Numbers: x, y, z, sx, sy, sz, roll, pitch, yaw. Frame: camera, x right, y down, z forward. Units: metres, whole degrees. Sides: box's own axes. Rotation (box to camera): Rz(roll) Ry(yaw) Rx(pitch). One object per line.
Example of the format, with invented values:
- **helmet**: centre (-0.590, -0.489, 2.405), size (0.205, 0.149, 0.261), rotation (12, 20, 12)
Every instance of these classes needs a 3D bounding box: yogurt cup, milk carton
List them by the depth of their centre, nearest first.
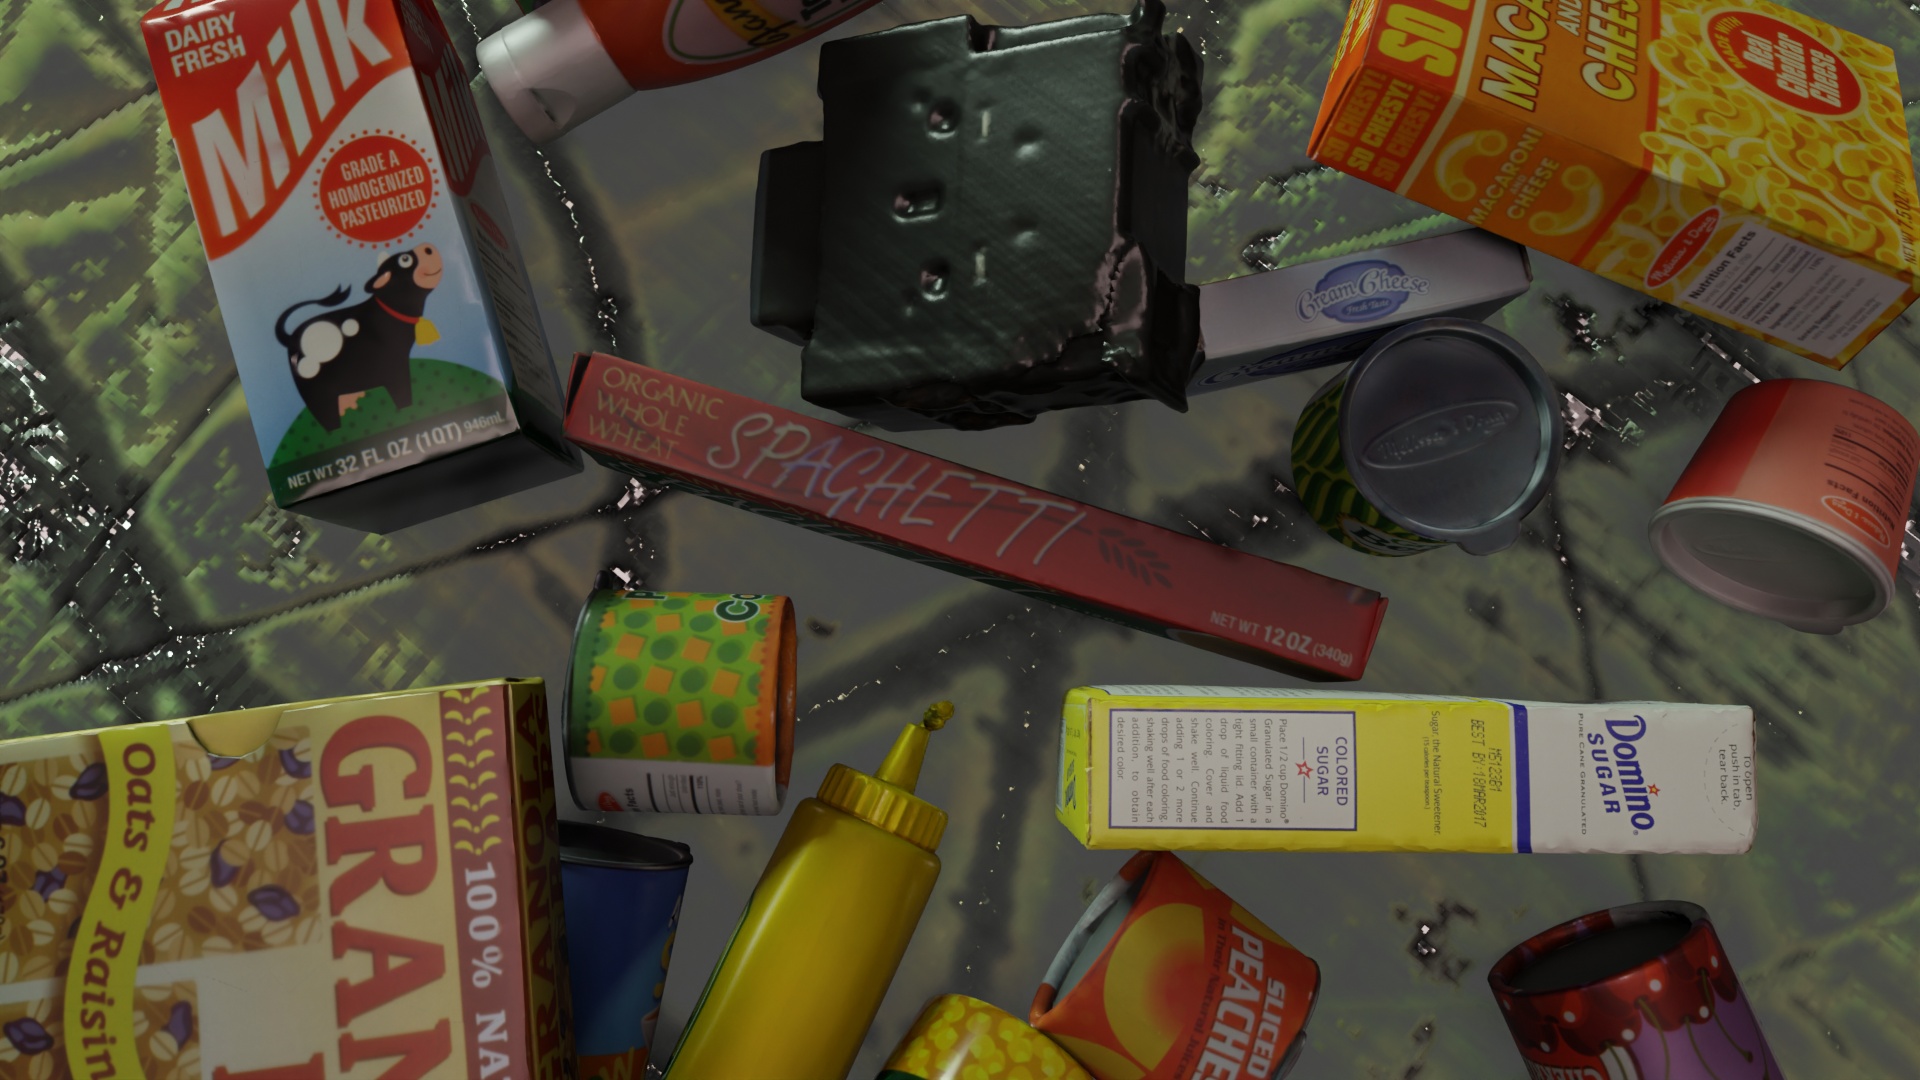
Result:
- **milk carton**: centre (-0.184, -0.104, 0.424), size (0.072, 0.073, 0.190), rotation (-18, 84, -3)
- **yogurt cup**: centre (0.256, -0.013, 0.428), size (0.072, 0.072, 0.054), rotation (30, 76, 2)

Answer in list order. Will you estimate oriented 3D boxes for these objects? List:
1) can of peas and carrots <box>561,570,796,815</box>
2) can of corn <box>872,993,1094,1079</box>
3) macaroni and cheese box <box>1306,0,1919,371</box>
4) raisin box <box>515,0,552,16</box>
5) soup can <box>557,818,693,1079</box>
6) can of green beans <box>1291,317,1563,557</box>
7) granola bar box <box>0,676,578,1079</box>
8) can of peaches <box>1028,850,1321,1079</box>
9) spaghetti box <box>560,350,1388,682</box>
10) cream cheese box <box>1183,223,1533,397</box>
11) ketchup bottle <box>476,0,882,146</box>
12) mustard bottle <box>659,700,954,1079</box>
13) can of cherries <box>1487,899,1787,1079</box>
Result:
- **can of peas and carrots**: centre (-0.080, 0.045, 0.413), size (0.059, 0.071, 0.071), rotation (2, 84, -1)
- **can of corn**: centre (0.002, 0.170, 0.388), size (0.071, 0.070, 0.058), rotation (38, 55, 3)
- **macaroni and cheese box**: centre (0.201, -0.135, 0.425), size (0.166, 0.040, 0.124), rotation (22, 53, 1)
- **raisin box**: centre (-0.116, -0.215, 0.414), size (0.086, 0.123, 0.040), rotation (-27, 85, -3)
- **soup can**: centre (-0.117, 0.128, 0.404), size (0.071, 0.071, 0.084), rotation (11, 84, 0)
- **can of green beans**: centre (0.141, -0.029, 0.429), size (0.071, 0.057, 0.071), rotation (0, 83, -1)
- **granola bar box**: centre (-0.156, 0.121, 0.324), size (0.124, 0.039, 0.165), rotation (-7, 82, -3)
- **can of peaches**: centre (0.062, 0.131, 0.403), size (0.058, 0.071, 0.071), rotation (37, 84, 4)
- **spaghetti box**: centre (0.002, -0.005, 0.428), size (0.250, 0.050, 0.029), rotation (17, 83, 1)
- **cream cheese box**: centre (0.118, -0.071, 0.436), size (0.104, 0.053, 0.024), rotation (-12, 82, -2)
- **ketchup bottle**: centre (-0.081, -0.179, 0.444), size (0.149, 0.064, 0.044), rotation (-29, 55, 4)
- **mustard bottle**: centre (-0.042, 0.118, 0.408), size (0.049, 0.065, 0.160), rotation (25, 77, 3)
- **can of cherries**: centre (0.195, 0.146, 0.405), size (0.071, 0.071, 0.058), rotation (-23, 84, -3)
